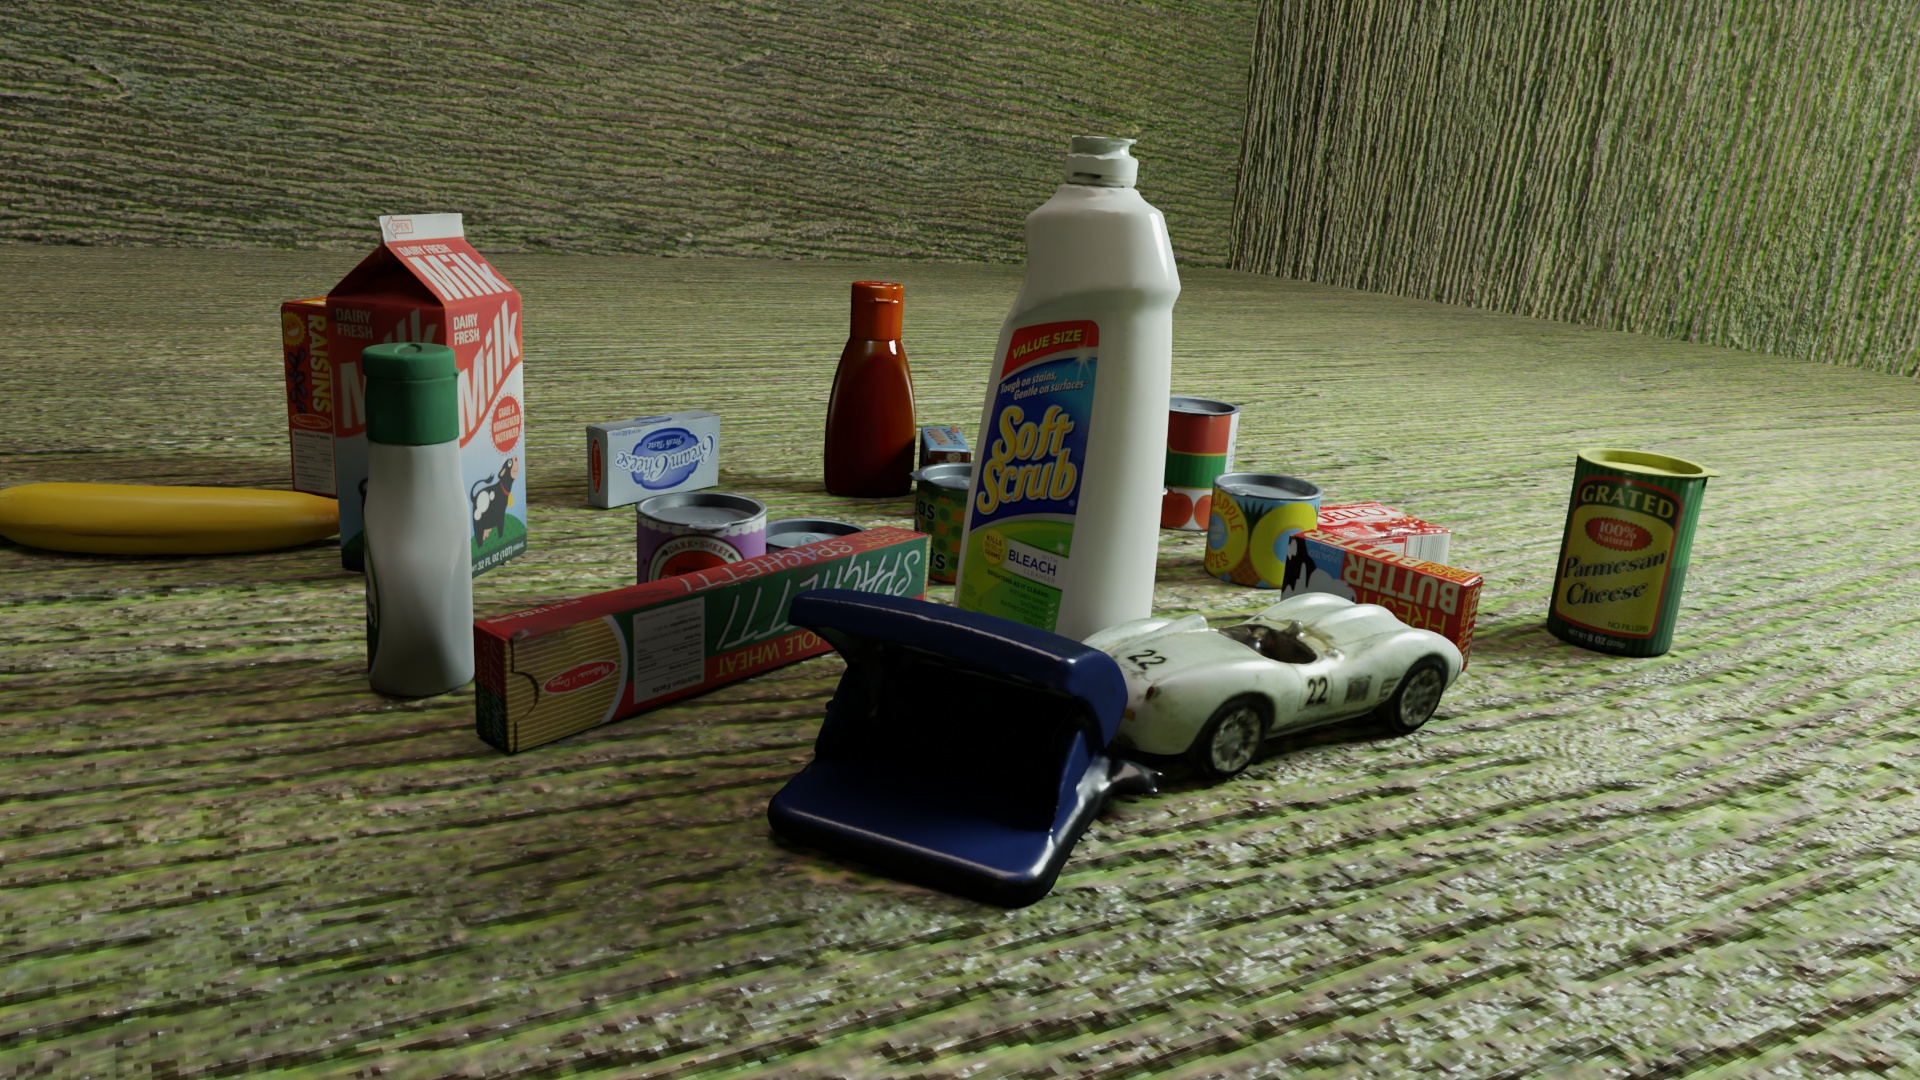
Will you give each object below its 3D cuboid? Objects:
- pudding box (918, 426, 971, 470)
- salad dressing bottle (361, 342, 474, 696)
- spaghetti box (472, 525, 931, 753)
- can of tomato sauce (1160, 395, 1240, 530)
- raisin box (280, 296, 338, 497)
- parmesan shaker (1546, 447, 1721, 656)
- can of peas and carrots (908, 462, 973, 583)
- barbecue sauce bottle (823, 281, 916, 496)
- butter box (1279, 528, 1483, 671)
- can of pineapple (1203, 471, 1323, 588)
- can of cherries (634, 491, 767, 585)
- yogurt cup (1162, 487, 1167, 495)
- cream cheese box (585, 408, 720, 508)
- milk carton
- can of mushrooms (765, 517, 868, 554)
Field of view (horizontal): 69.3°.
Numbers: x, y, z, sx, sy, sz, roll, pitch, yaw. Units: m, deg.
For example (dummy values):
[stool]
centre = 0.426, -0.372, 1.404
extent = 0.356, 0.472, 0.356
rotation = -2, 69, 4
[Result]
[pudding box]
centre = -0.012, -0.048, 0.966
extent = 0.030, 0.049, 0.084
rotation = 2, 16, -6
[salad dressing bottle]
centre = -0.233, -0.009, 0.594
extent = 0.044, 0.147, 0.064
rotation = -1, 16, -17
[spaghetti box]
centre = -0.105, 0.038, 0.638
extent = 0.029, 0.050, 0.251
rotation = 16, 20, 37
[can of tomato sauce]
centre = 0.155, -0.055, 0.969
extent = 0.071, 0.082, 0.071
rotation = 4, 15, -1
[raisin box]
centre = -0.398, -0.098, 0.913
extent = 0.040, 0.123, 0.086
rotation = 8, 16, 15
[parmesan shaker]
centre = 0.370, 0.006, 0.768
extent = 0.071, 0.102, 0.071
rotation = 4, 15, -1
[can of peas and carrots]
centre = 0.003, -0.010, 0.819
extent = 0.071, 0.058, 0.071
rotation = 4, 16, -1
[barbecue sauce bottle]
centre = -0.062, -0.106, 0.979
extent = 0.065, 0.148, 0.044
rotation = -1, 16, -16
[butter box]
centre = 0.220, 0.032, 0.733
extent = 0.024, 0.053, 0.103
rotation = -11, 22, -44
[can of pineapple]
centre = 0.183, -0.007, 0.853
extent = 0.071, 0.057, 0.071
rotation = 4, 16, -1
[can of cherries]
centre = -0.133, 0.011, 0.711
extent = 0.071, 0.058, 0.072
rotation = 4, 16, -1
[yogurt cup]
centre = 0.084, -0.009, 0.841
extent = 0.072, 0.053, 0.072
rotation = 4, 16, -1
[cream cheese box]
centre = -0.207, -0.056, 0.940
extent = 0.024, 0.053, 0.104
rotation = 14, 18, 32
[milk carton]
centre = -0.286, -0.079, 0.750
extent = 0.073, 0.190, 0.072
rotation = 7, 16, 12
[can of mushrooms]
centre = -0.085, 0.011, 0.768
extent = 0.071, 0.033, 0.071
rotation = 4, 16, -1
